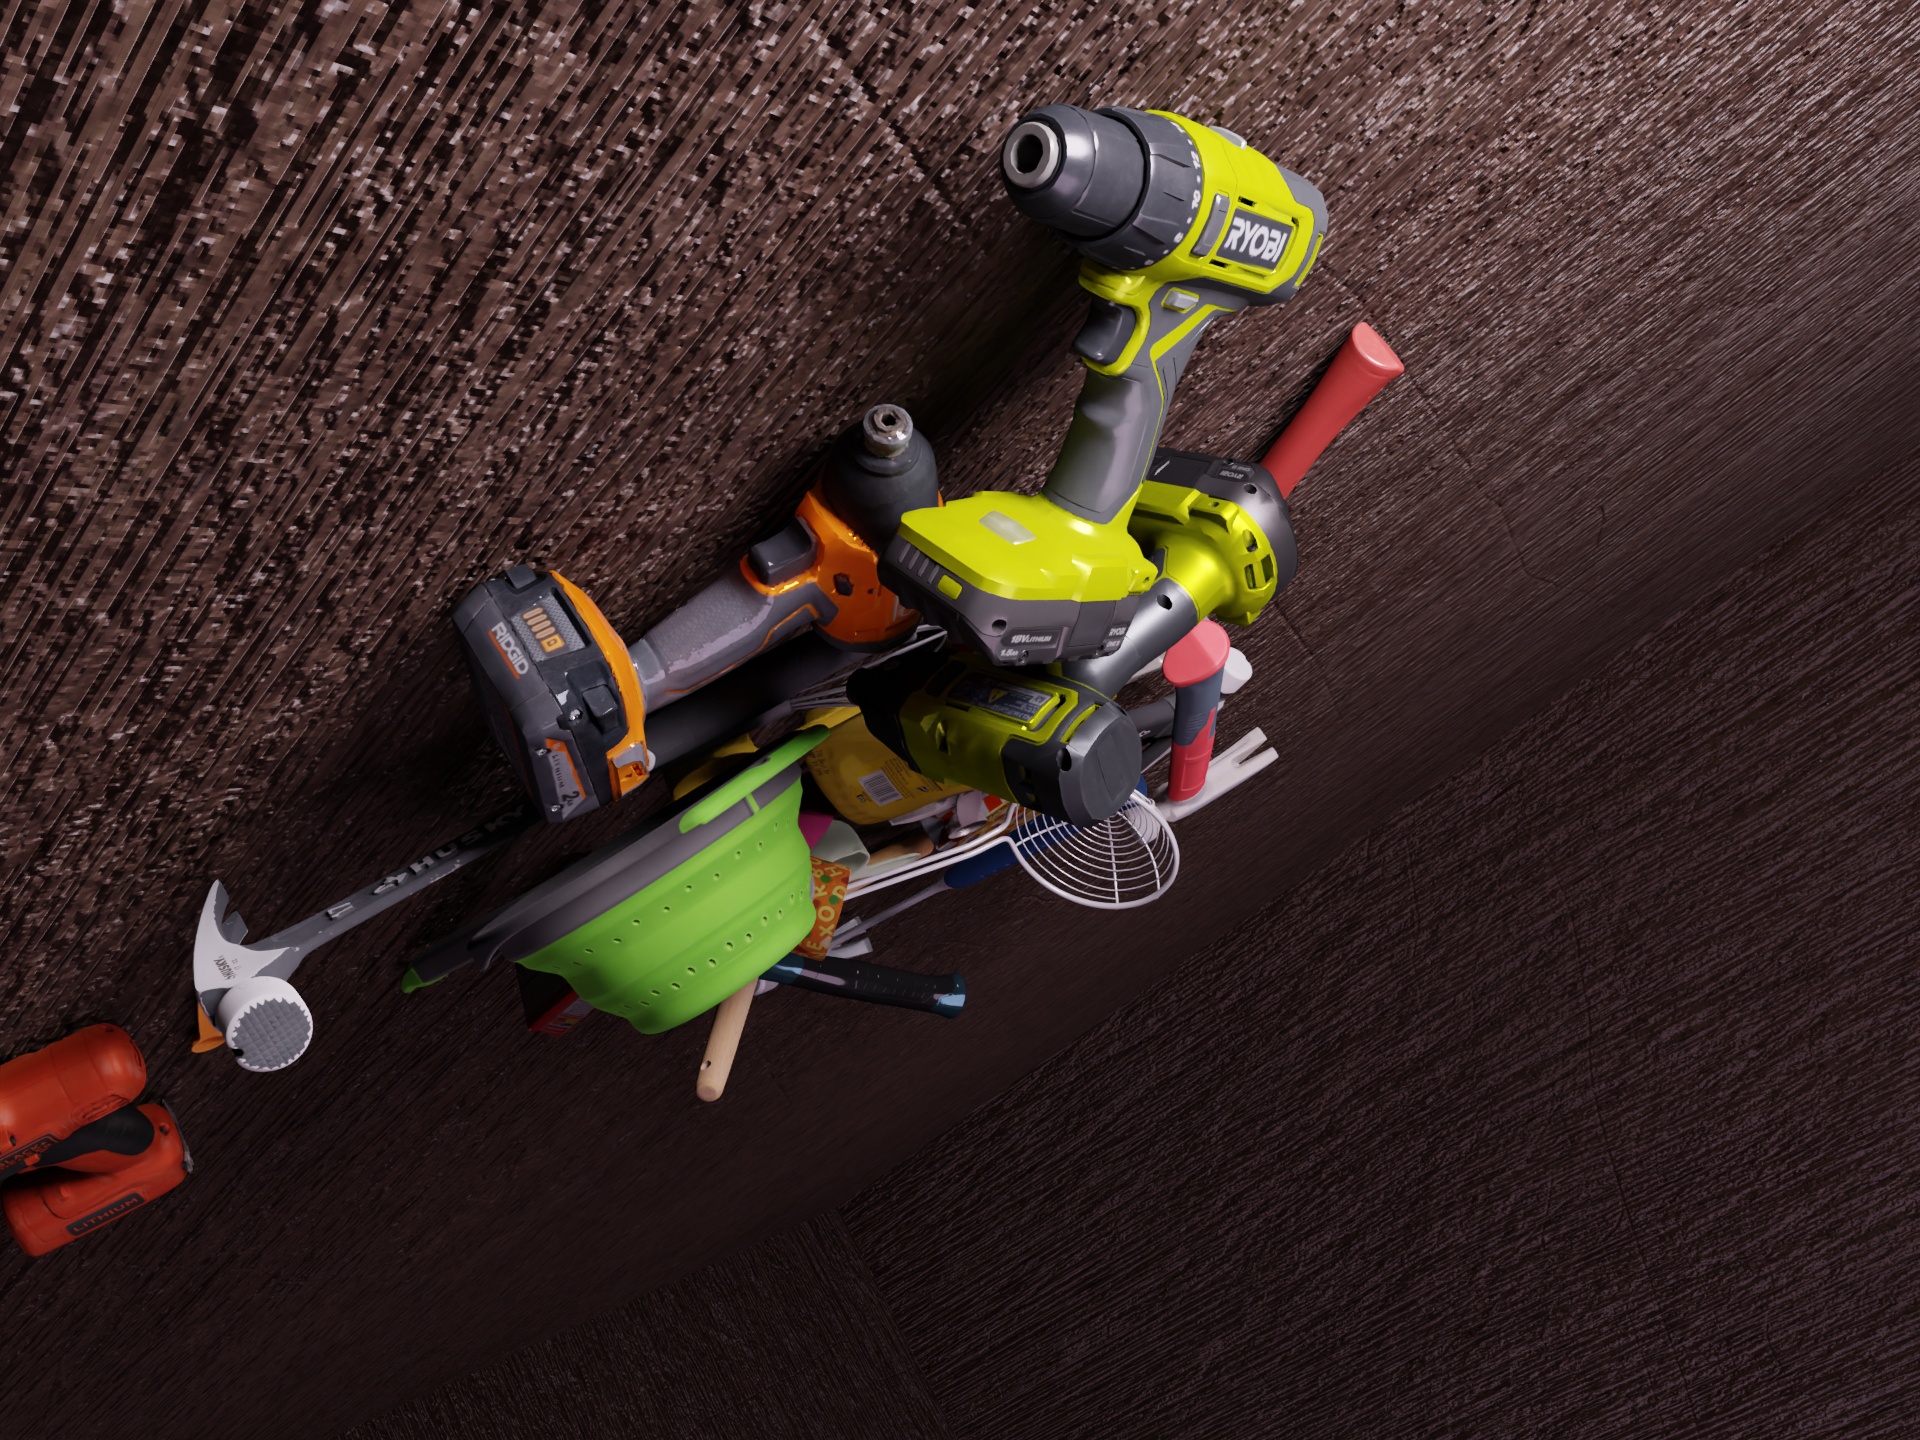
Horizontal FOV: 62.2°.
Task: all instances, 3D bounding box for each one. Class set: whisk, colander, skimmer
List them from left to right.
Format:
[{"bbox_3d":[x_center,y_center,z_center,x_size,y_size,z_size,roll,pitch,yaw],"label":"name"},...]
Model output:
[{"bbox_3d":[-0.197,0.124,0.883,0.397,0.094,0.204,-27,-173,42],"label":"colander"},{"bbox_3d":[-0.102,-0.011,0.905,0.239,0.055,0.055,-21,160,-15],"label":"whisk"},{"bbox_3d":[-0.117,0.137,1.282,0.245,0.047,0.051,-23,159,-37],"label":"whisk"},{"bbox_3d":[-0.029,0.124,1.117,0.363,0.090,0.127,-17,129,-11],"label":"skimmer"}]

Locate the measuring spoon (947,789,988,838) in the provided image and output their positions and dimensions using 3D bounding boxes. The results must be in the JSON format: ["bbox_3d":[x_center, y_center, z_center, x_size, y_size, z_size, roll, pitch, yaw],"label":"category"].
[{"bbox_3d":[0.004,0.065,1.224,0.034,0.018,0.124,-21,162,-8],"label":"measuring spoon"}]

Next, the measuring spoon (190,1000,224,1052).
[{"bbox_3d":[-0.419,0.156,0.891,0.021,0.011,0.116,-16,153,-38],"label":"measuring spoon"}]

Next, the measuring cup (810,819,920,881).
[{"bbox_3d":[-0.087,0.104,1.244,0.083,0.038,0.167,-41,162,27],"label":"measuring cup"}]

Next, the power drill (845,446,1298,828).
[{"bbox_3d":[0.059,-0.050,0.829,0.223,0.171,0.080,-45,134,-29],"label":"power drill"}]

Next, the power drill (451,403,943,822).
[{"bbox_3d":[-0.107,-0.057,0.723,0.226,0.084,0.164,-29,161,-20],"label":"power drill"}]

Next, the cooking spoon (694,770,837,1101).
[{"bbox_3d":[-0.117,0.111,0.940,0.069,0.017,0.319,-23,-155,16],"label":"cooking spoon"}]

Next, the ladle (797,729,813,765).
[{"bbox_3d":[-0.174,0.096,0.993,0.320,0.078,0.062,-42,-156,44],"label":"ladle"}]

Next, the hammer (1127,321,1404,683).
[{"bbox_3d":[0.177,-0.127,1.061,0.149,0.037,0.359,-21,160,-30],"label":"hammer"}]

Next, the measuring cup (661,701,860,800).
[{"bbox_3d":[-0.106,0.000,0.945,0.156,0.029,0.062,-27,163,-12],"label":"measuring cup"}]

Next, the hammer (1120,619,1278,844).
[{"bbox_3d":[0.188,0.001,1.192,0.143,0.038,0.386,-31,162,-5],"label":"hammer"}]

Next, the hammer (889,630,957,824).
[{"bbox_3d":[-0.002,-0.004,1.104,0.130,0.031,0.331,-28,161,-11],"label":"hammer"}]

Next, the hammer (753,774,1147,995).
[{"bbox_3d":[-0.010,0.132,1.304,0.405,0.035,0.144,-31,168,36],"label":"hammer"}]

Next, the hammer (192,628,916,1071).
[{"bbox_3d":[-0.188,0.029,0.805,0.409,0.149,0.036,-31,120,-26],"label":"hammer"}]

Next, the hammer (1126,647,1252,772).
[{"bbox_3d":[0.071,0.021,1.174,0.334,0.035,0.146,-14,156,-43],"label":"hammer"}]

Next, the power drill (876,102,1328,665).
[{"bbox_3d":[0.051,-0.141,0.669,0.190,0.080,0.228,-8,128,-52],"label":"power drill"}]

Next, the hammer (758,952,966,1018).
[{"bbox_3d":[-0.118,0.194,1.233,0.330,0.033,0.128,19,120,-41],"label":"hammer"}]
